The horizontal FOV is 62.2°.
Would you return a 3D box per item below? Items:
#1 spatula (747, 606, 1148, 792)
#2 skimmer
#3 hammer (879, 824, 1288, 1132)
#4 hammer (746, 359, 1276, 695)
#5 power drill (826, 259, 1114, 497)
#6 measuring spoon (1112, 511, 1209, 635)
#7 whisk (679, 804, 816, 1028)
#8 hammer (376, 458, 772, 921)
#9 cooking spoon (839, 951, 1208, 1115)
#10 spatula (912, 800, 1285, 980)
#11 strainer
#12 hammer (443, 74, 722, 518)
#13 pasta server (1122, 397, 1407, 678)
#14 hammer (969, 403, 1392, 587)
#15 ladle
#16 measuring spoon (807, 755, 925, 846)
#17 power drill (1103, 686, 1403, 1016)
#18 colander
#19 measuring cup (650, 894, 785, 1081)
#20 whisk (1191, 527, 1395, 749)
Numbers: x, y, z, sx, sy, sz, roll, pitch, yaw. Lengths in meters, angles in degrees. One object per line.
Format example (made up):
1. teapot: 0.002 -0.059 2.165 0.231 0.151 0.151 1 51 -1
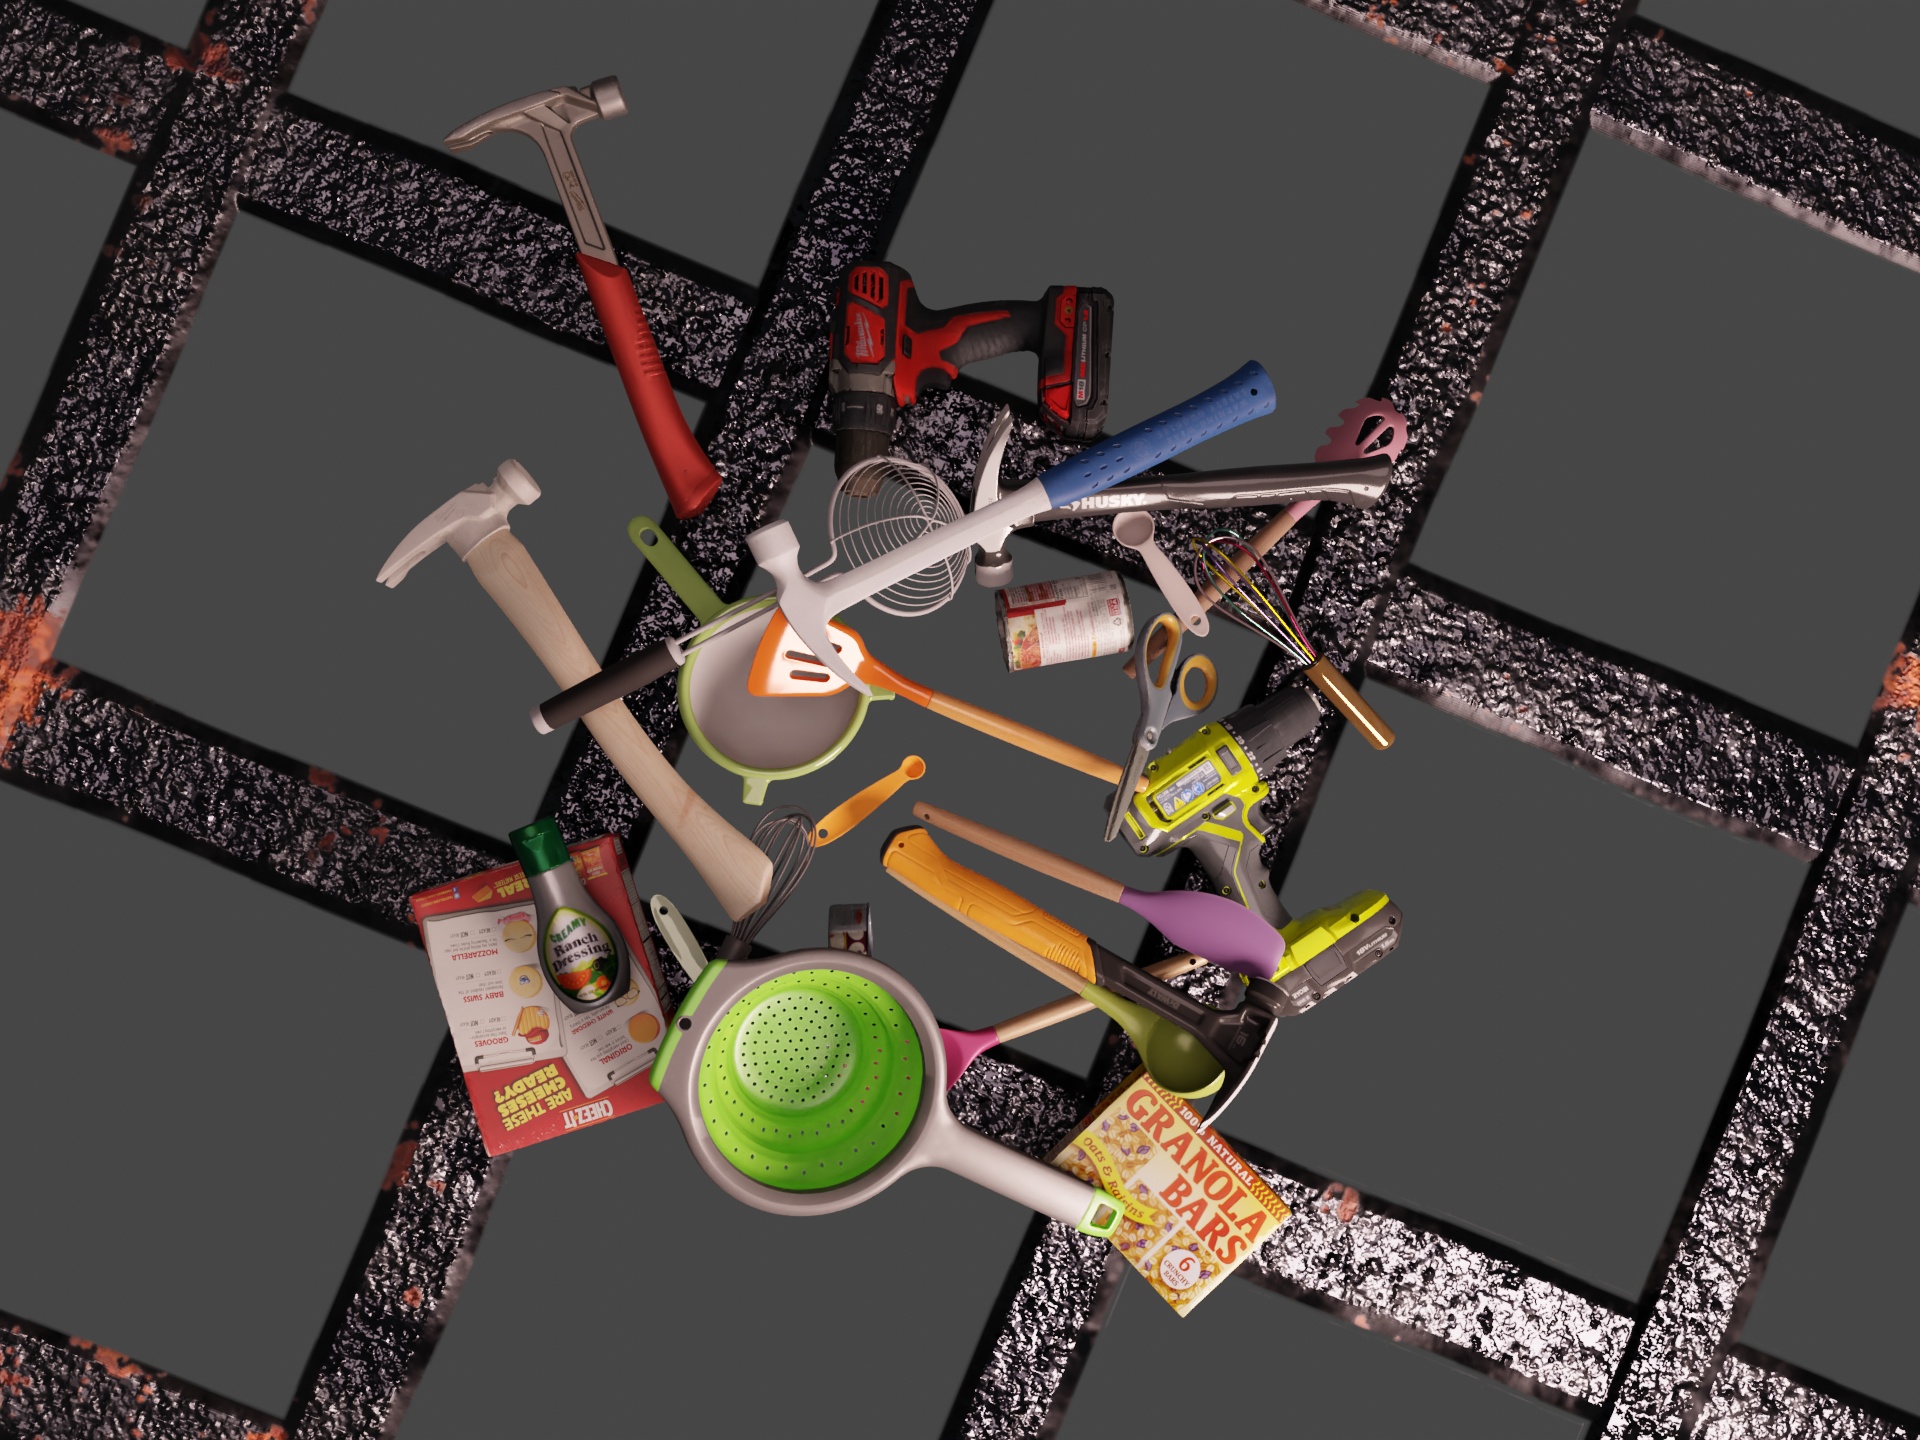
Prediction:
1. spatula: -0.002 -0.004 1.224 0.322 0.041 0.081 22 111 -8
2. skimmer: -0.162 -0.084 1.232 0.363 0.090 0.127 -27 97 4
3. hammer: 0.080 0.184 1.245 0.337 0.034 0.127 29 68 13
4. hammer: 0.054 -0.158 1.181 0.405 0.035 0.144 -27 96 -8
5. power drill: 0.004 -0.268 1.279 0.226 0.080 0.188 4 89 1
6. measuring spoon: 0.166 -0.120 1.303 0.034 0.018 0.124 -32 82 -1
7. whisk: -0.178 0.174 1.253 0.055 0.055 0.239 26 72 -2
8. hammer: -0.293 -0.008 1.253 0.146 0.038 0.411 -38 81 0
9. cooking spoon: 0.054 0.248 1.304 0.319 0.017 0.069 -20 88 -2
10. spatula: 0.106 0.126 1.267 0.316 0.018 0.059 21 118 14
11. strainer: -0.180 -0.060 1.279 0.151 0.069 0.256 -39 79 -9
12. hammer: -0.287 -0.333 1.287 0.149 0.037 0.359 -20 90 -2
13. pasta server: 0.250 -0.149 1.312 0.316 0.040 0.060 -44 91 2
14. hammer: 0.174 -0.186 1.256 0.334 0.035 0.146 -5 126 -2
15. ladle: 0.077 0.197 1.273 0.320 0.062 0.078 31 74 7
16. measuring spoon: -0.078 0.067 1.306 0.117 0.011 0.021 -36 90 2
17. power drill: 0.252 0.102 1.284 0.190 0.080 0.228 -34 88 -1
18. colander: -0.051 0.304 1.246 0.397 0.094 0.204 29 87 -15
19. measuring cup: -0.202 0.212 1.287 0.083 0.038 0.167 -31 89 -2
20. whisk: 0.270 -0.064 1.285 0.244 0.047 0.051 44 56 -16
